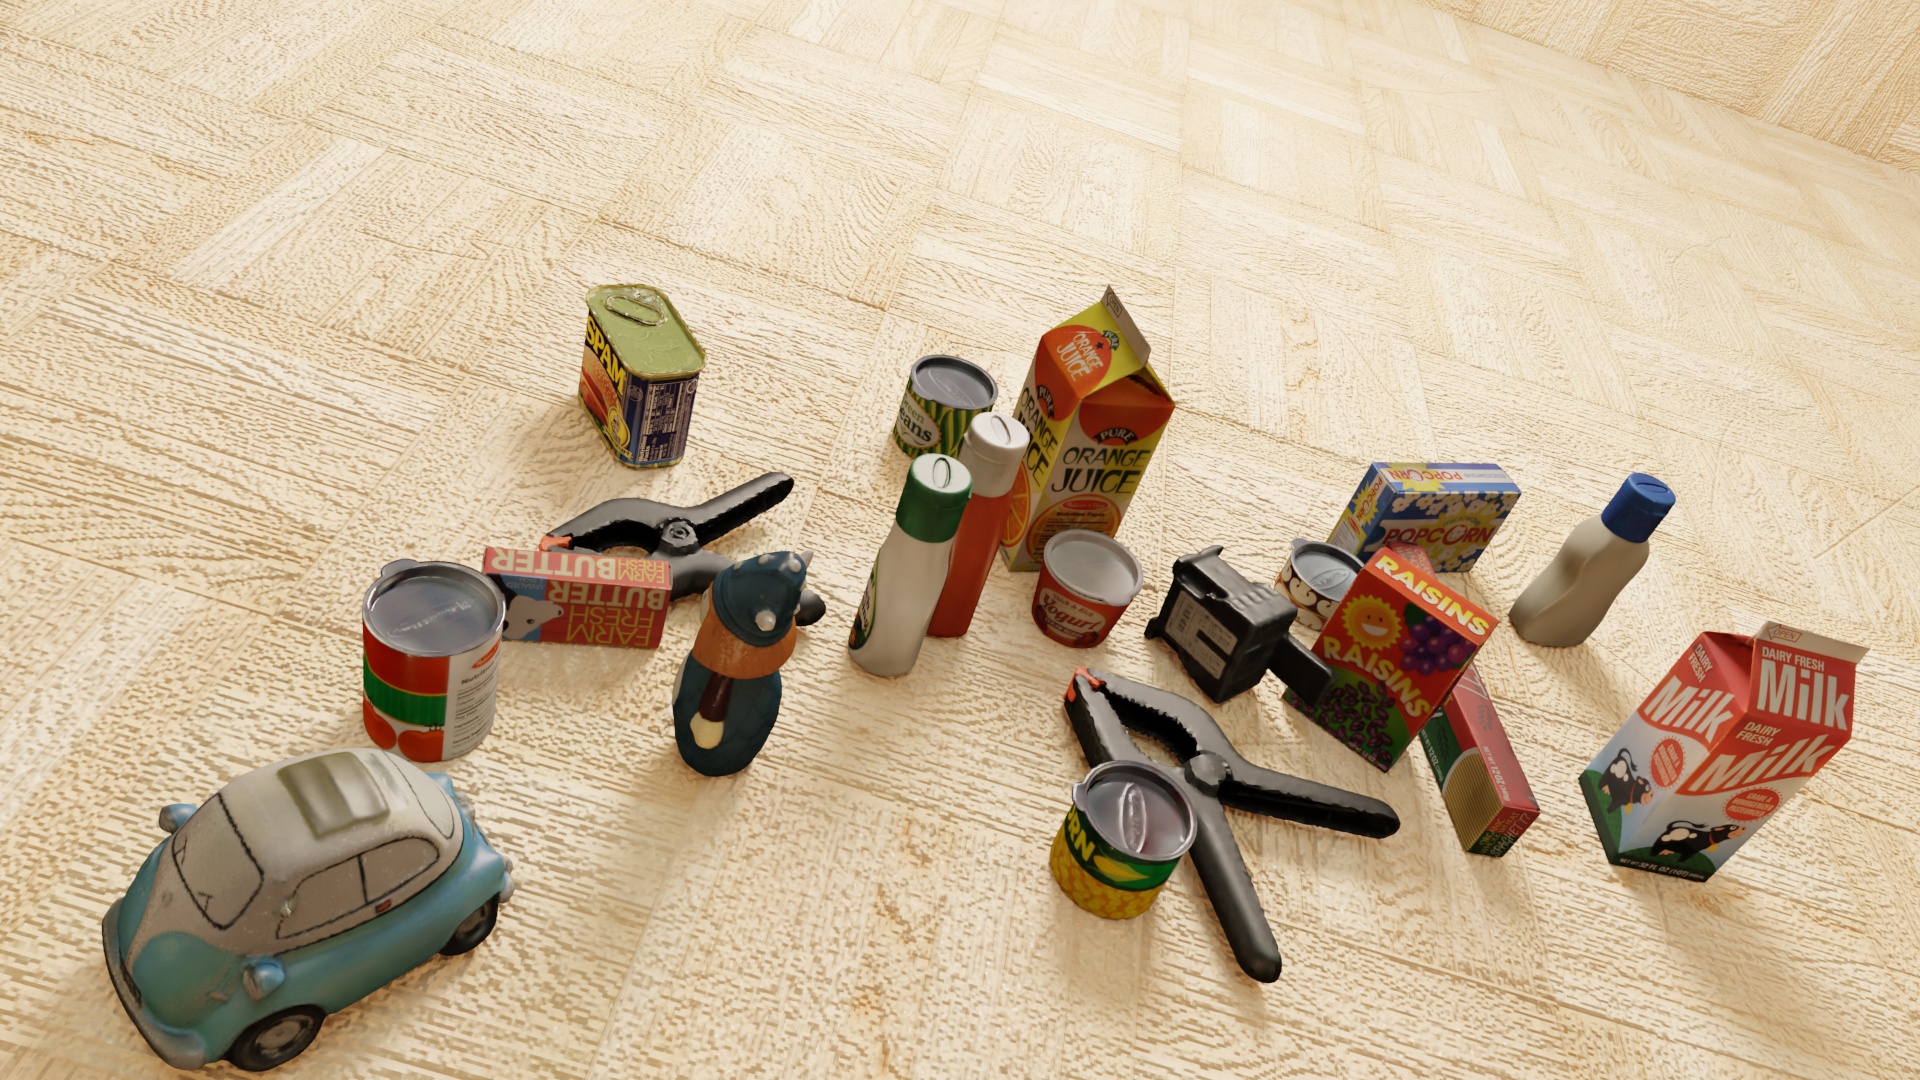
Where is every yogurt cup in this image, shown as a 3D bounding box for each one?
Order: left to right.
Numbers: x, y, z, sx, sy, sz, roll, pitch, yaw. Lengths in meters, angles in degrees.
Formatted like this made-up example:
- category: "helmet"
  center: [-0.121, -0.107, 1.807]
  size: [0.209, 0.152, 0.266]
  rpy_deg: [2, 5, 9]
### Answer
- category: "yogurt cup"
  center: [0.080, 0.034, 0.915]
  size: [0.072, 0.053, 0.073]
  rpy_deg: [12, 39, -10]

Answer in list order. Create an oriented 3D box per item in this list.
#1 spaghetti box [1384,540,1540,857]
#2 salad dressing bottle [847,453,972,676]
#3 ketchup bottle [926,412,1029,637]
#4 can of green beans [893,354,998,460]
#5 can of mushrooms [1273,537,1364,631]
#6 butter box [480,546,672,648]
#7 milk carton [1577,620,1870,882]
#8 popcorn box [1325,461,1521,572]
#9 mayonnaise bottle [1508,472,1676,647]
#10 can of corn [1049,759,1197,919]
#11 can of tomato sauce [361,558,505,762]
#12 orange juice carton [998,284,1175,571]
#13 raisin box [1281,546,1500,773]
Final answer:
- category: "spaghetti box"
  center: [0.328, 0.098, 0.948]
  size: [0.029, 0.049, 0.251]
  rpy_deg: [10, 40, -12]
- category: "salad dressing bottle"
  center: [-0.029, 0.016, 0.814]
  size: [0.044, 0.146, 0.064]
  rpy_deg: [14, 39, -8]
- category: "ketchup bottle"
  center: [0.003, -0.011, 0.858]
  size: [0.043, 0.148, 0.065]
  rpy_deg: [3, 42, -20]
- category: "can of green beans"
  center: [-0.012, -0.095, 1.023]
  size: [0.071, 0.057, 0.071]
  rpy_deg: [12, 39, -10]
- category: "can of mushrooms"
  center: [0.263, 0.032, 1.011]
  size: [0.071, 0.033, 0.071]
  rpy_deg: [12, 39, -10]
- category: "butter box"
  center: [-0.219, 0.033, 0.788]
  size: [0.103, 0.052, 0.024]
  rpy_deg: [5, 41, -18]
- category: "milk carton"
  center: [0.477, 0.124, 0.869]
  size: [0.072, 0.189, 0.074]
  rpy_deg: [14, 39, -8]
- category: "popcorn box"
  center: [0.355, -0.017, 1.067]
  size: [0.127, 0.084, 0.038]
  rpy_deg: [-1, 43, -24]
- category: "mayonnaise bottle"
  center: [0.470, 0.016, 1.027]
  size: [0.065, 0.147, 0.041]
  rpy_deg: [5, 41, -18]
- category: "can of corn"
  center: [0.086, 0.164, 0.761]
  size: [0.071, 0.058, 0.071]
  rpy_deg: [12, 39, -10]
- category: "can of tomato sauce"
  center: [-0.271, 0.061, 0.709]
  size: [0.071, 0.082, 0.071]
  rpy_deg: [12, 39, -10]
- category: "orange juice carton"
  center: [0.081, -0.071, 0.928]
  size: [0.073, 0.191, 0.072]
  rpy_deg: [0, 43, -23]
- category: "raisin box"
  center: [0.273, 0.077, 0.891]
  size: [0.086, 0.122, 0.040]
  rpy_deg: [37, 42, 20]
